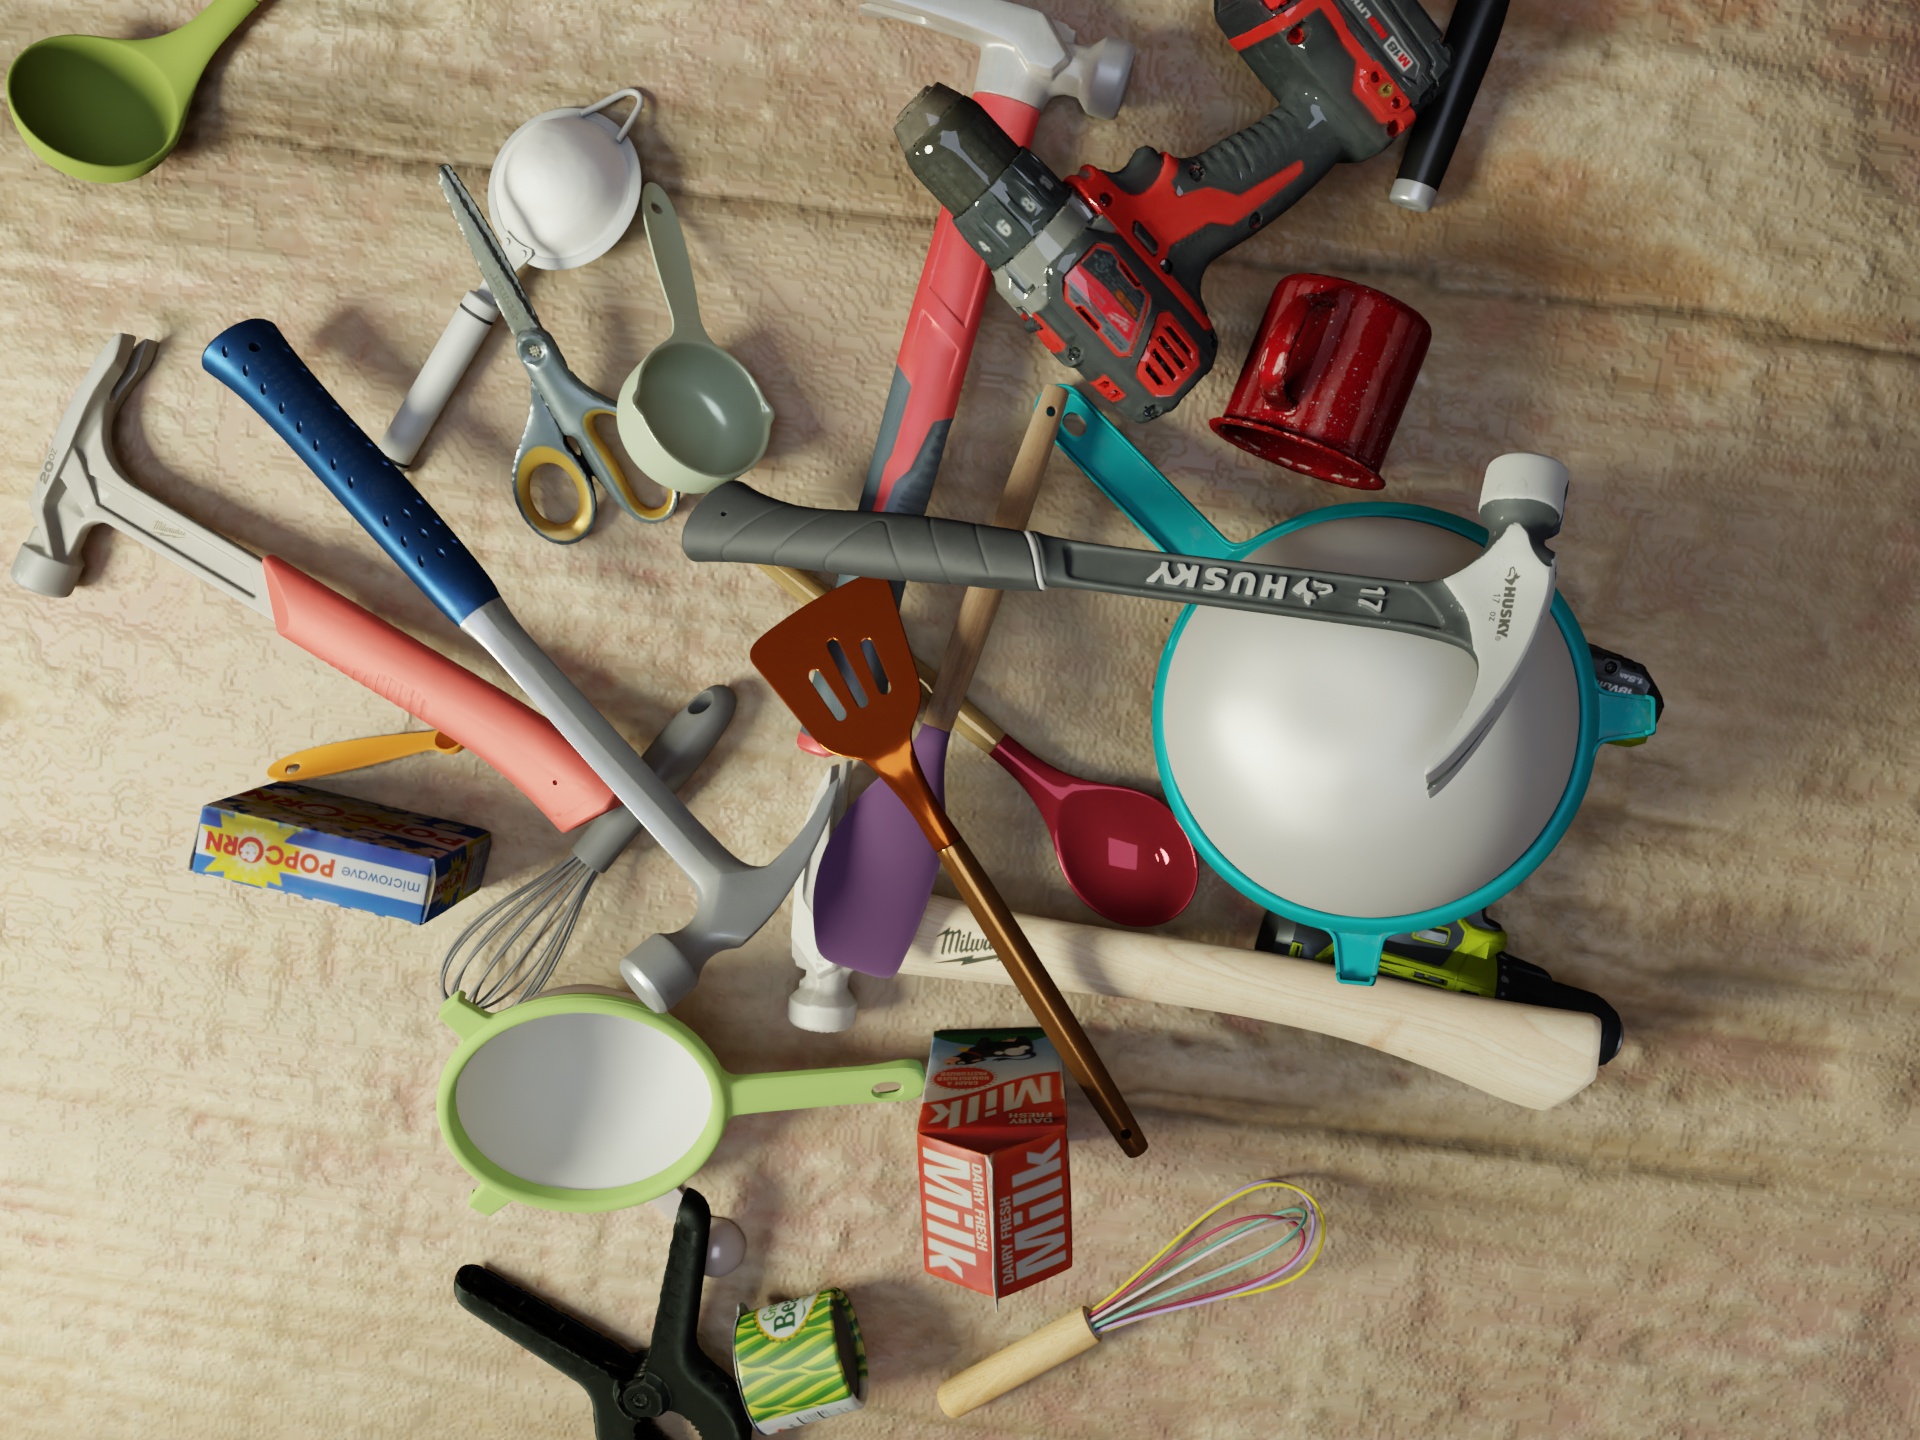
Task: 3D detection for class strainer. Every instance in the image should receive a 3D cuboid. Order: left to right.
[{"bbox_3d":[-0.246,-0.222,0.828,0.087,0.050,0.258,38,102,13],"label":"strainer"},{"bbox_3d":[-0.149,0.188,0.867,0.256,0.069,0.151,-2,120,-8],"label":"strainer"},{"bbox_3d":[0.142,-0.051,0.752,0.211,0.095,0.340,-45,74,11],"label":"strainer"}]

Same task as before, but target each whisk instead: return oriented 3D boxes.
[{"bbox_3d":[-0.202,0.073,0.866,0.055,0.055,0.239,40,93,-3],"label":"whisk"},{"bbox_3d":[0.094,0.330,0.888,0.245,0.051,0.047,-32,101,10],"label":"whisk"}]

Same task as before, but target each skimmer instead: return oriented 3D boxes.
[{"bbox_3d":[0.266,-0.430,0.747,0.127,0.090,0.363,25,103,32],"label":"skimmer"}]

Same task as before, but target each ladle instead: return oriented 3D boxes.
[{"bbox_3d":[-0.344,-0.389,0.800,0.320,0.062,0.078,-39,97,5],"label":"ladle"},{"bbox_3d":[-0.001,-0.003,0.853,0.315,0.031,0.069,40,96,-1],"label":"ladle"}]

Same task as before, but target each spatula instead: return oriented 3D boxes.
[{"bbox_3d":[-0.006,-0.021,0.812,0.059,0.018,0.316,20,92,-6],"label":"spatula"},{"bbox_3d":[0.007,0.080,0.797,0.081,0.041,0.322,-31,96,4],"label":"spatula"}]

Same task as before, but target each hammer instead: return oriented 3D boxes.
[{"bbox_3d":[-0.326,-0.056,0.838,0.359,0.037,0.149,30,99,5],"label":"hammer"},{"bbox_3d":[-0.230,-0.049,0.804,0.144,0.035,0.405,-41,85,-25],"label":"hammer"},{"bbox_3d":[-0.033,-0.172,0.812,0.143,0.038,0.386,16,95,2],"label":"hammer"},{"bbox_3d":[0.052,-0.066,0.724,0.409,0.036,0.149,9,71,23],"label":"hammer"},{"bbox_3d":[0.108,0.119,0.812,0.411,0.038,0.146,8,98,16],"label":"hammer"}]

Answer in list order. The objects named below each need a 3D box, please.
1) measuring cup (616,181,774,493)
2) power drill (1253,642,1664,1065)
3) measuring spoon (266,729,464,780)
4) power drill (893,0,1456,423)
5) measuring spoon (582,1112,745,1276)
[{"bbox_3d":[-0.150,-0.196,0.824,0.038,0.083,0.168,-27,73,48],"label":"measuring cup"},{"bbox_3d":[0.273,0.067,0.825,0.190,0.080,0.228,15,101,2],"label":"power drill"},{"bbox_3d":[-0.326,0.020,0.878,0.117,0.021,0.011,-10,140,5],"label":"measuring spoon"},{"bbox_3d":[0.097,-0.280,0.752,0.187,0.080,0.226,43,91,-17],"label":"power drill"},{"bbox_3d":[-0.172,0.270,0.903,0.034,0.018,0.124,-43,94,8],"label":"measuring spoon"}]
